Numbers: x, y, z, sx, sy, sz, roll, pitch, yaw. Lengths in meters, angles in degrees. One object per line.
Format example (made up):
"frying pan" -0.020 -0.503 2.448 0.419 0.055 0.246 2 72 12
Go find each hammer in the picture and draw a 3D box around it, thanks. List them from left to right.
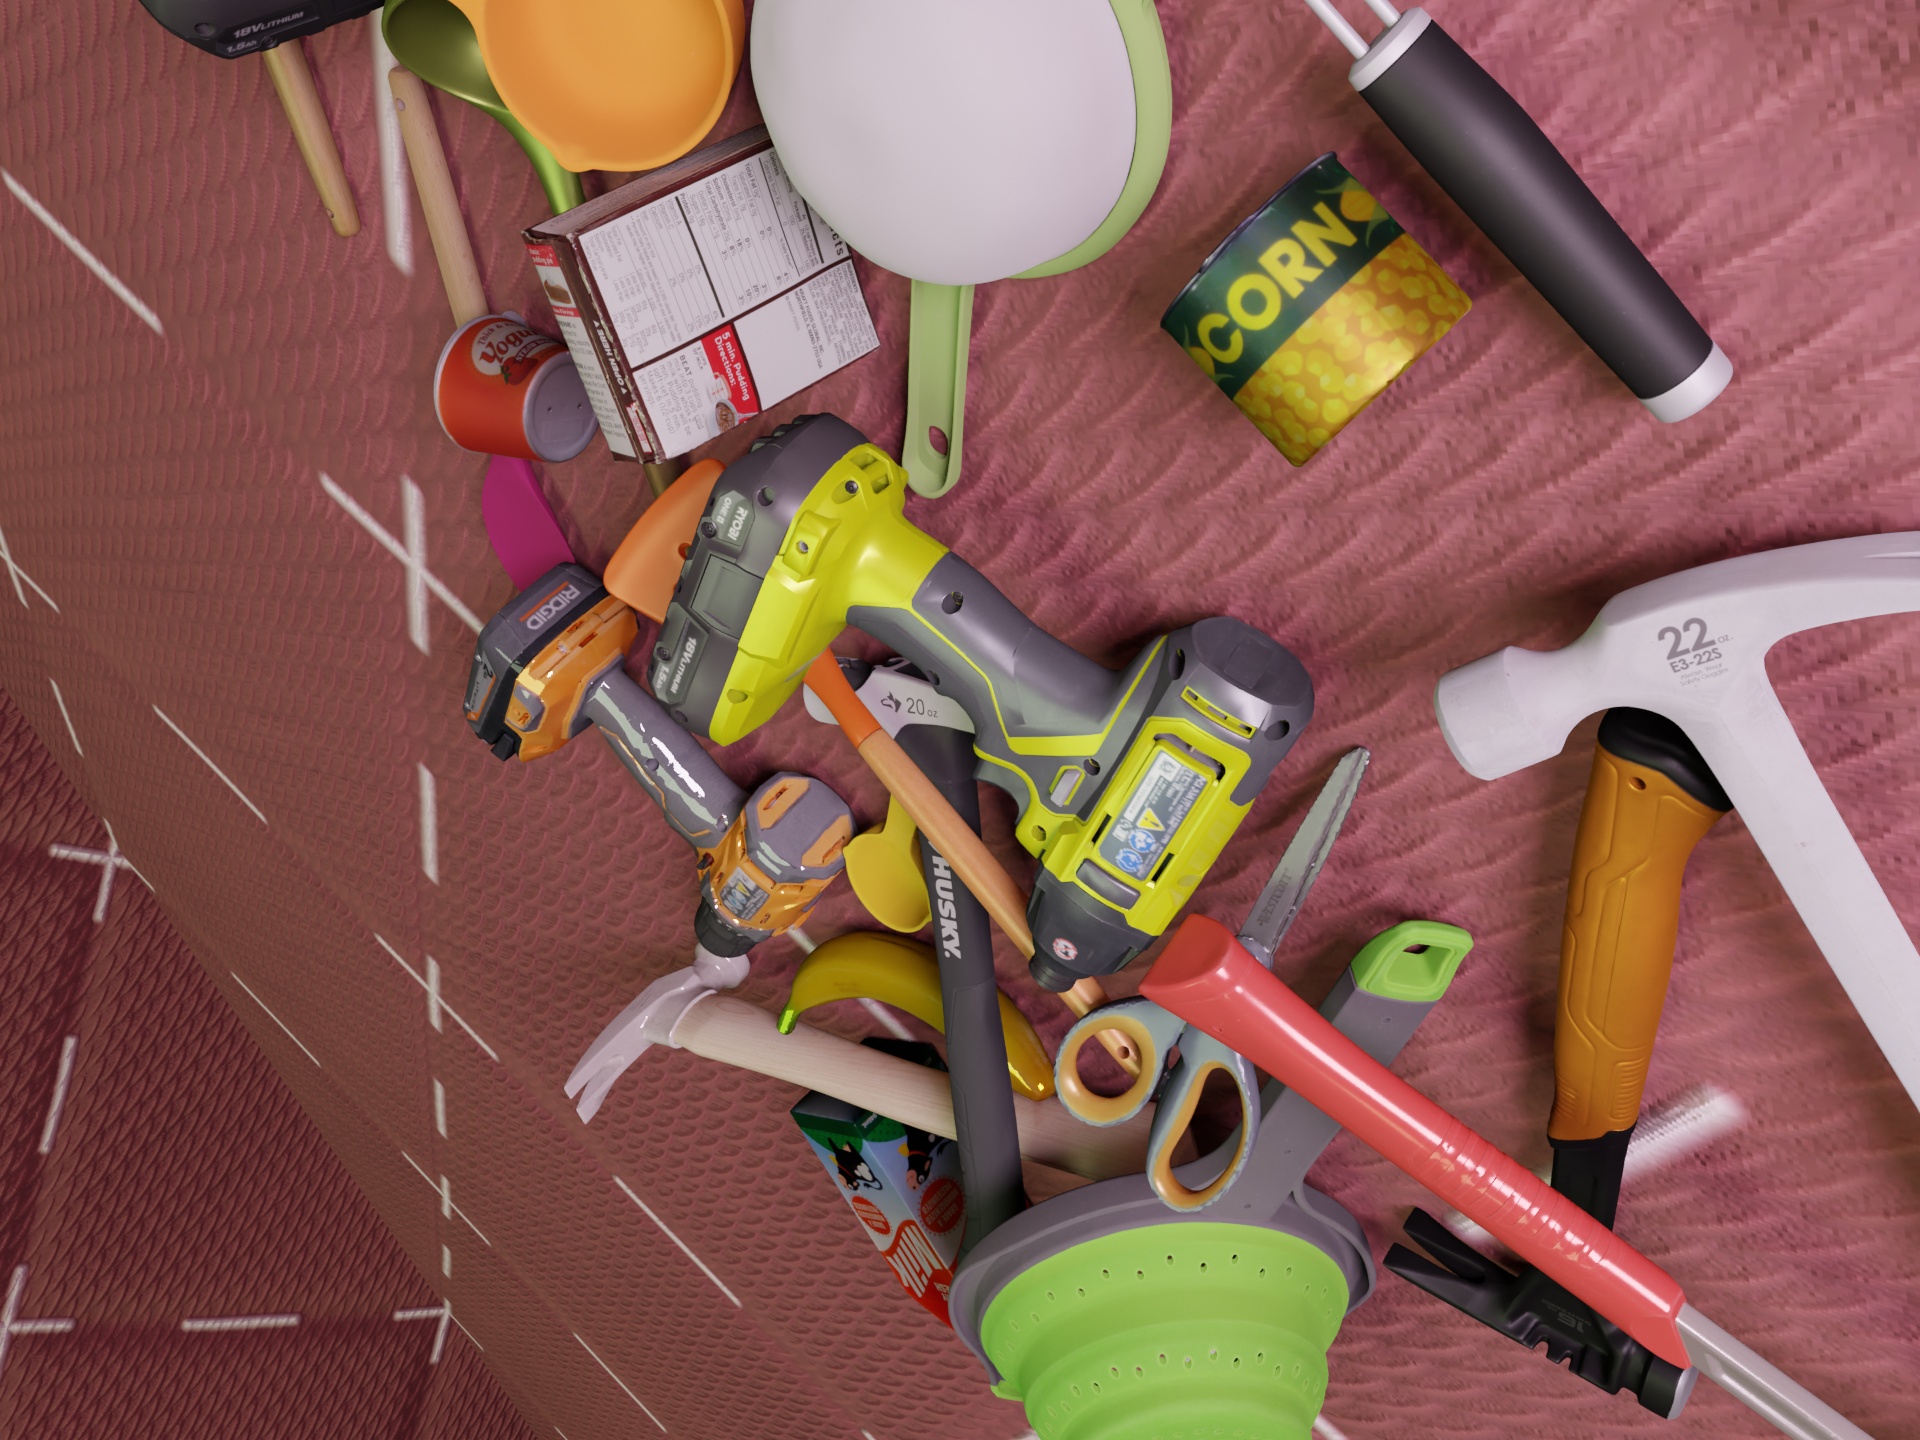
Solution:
"hammer" -0.052 0.209 0.893 0.411 0.146 0.038 6 129 40
"hammer" 0.009 0.135 0.749 0.146 0.035 0.334 8 113 39
"hammer" 0.223 0.127 0.576 0.127 0.034 0.336 21 137 34
"hammer" 0.217 0.191 0.559 0.359 0.037 0.149 35 157 11
"hammer" 0.302 0.123 0.459 0.144 0.035 0.405 -26 107 36

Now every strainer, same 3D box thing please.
"strainer" -0.019 -0.157 0.529 0.151 0.069 0.256 28 146 17

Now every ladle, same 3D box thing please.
"ladle" -0.160 -0.175 0.699 0.078 0.062 0.319 -2 130 15

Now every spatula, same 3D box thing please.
"spatula" -0.028 0.027 0.681 0.081 0.041 0.323 -44 78 18

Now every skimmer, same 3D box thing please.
"skimmer" 0.065 -0.217 0.407 0.363 0.090 0.127 43 108 -11

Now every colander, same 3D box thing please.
"colander" 0.122 0.243 0.684 0.204 0.095 0.396 10 130 -14

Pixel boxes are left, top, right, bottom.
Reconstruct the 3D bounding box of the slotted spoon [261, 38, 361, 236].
"slotted spoon" -0.337 -0.372 0.732 0.070 0.031 0.313 26 142 31

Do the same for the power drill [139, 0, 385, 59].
"power drill" -0.234 -0.331 0.513 0.080 0.190 0.228 50 151 2

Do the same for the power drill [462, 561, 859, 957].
"power drill" -0.172 0.038 0.900 0.226 0.084 0.185 41 146 1

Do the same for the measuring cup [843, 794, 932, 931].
"measuring cup" -0.019 0.039 0.783 0.062 0.029 0.156 34 132 24

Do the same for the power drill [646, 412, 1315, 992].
"power drill" -0.001 -0.002 0.611 0.223 0.080 0.171 33 124 8

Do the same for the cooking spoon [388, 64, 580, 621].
"cooking spoon" -0.243 -0.176 0.824 0.069 0.017 0.318 21 138 25

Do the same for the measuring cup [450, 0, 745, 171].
"measuring cup" -0.158 -0.260 0.551 0.173 0.052 0.095 22 126 -10
